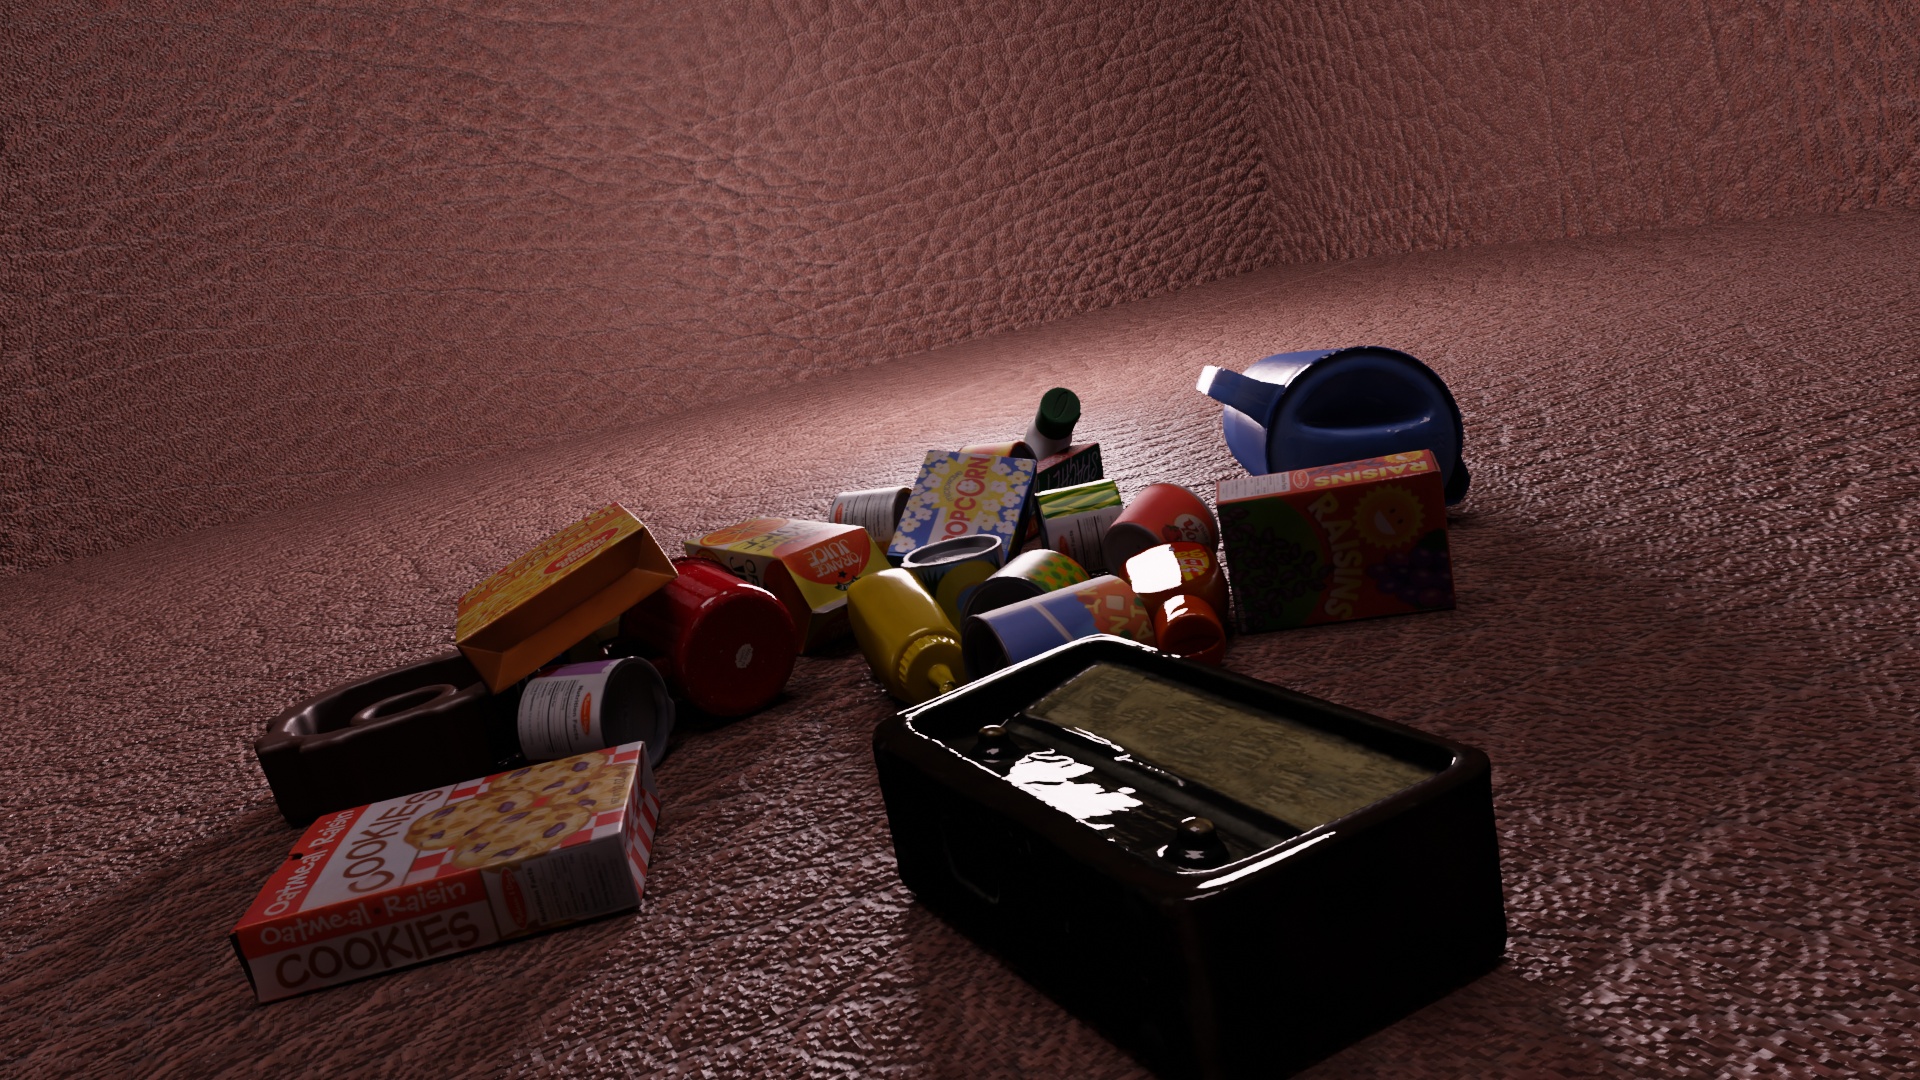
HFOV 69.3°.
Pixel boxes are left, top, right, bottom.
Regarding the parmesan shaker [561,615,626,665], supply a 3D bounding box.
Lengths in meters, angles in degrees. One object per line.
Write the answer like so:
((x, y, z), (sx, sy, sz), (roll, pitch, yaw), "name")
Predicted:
((-0.208, 0.068, 0.932), (0.103, 0.071, 0.071), (-24, 17, -41), "parmesan shaker")

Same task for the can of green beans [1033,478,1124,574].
((0.087, -0.008, 0.995), (0.058, 0.071, 0.071), (-11, 12, -1), "can of green beans")

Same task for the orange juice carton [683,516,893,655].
((-0.120, 0.031, 0.999), (0.072, 0.073, 0.192), (-20, 16, -34), "orange juice carton")

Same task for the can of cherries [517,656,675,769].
((-0.206, 0.102, 0.789), (0.058, 0.071, 0.072), (-8, 13, 21), "can of cherries")

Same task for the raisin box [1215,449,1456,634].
((0.214, 0.002, 0.795), (0.123, 0.086, 0.040), (-9, 19, 14), "raisin box")

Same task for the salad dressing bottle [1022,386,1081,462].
((0.081, -0.096, 1.285), (0.044, 0.064, 0.147), (23, -20, 2), "salad dressing bottle")

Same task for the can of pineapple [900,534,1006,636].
((-0.002, 0.033, 0.915), (0.071, 0.057, 0.071), (-11, 12, 3), "can of pineapple")

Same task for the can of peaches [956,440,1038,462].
((0.032, -0.054, 1.253), (0.058, 0.071, 0.071), (-4, 15, 31), "can of peaches")

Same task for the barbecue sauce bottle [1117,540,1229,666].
((0.127, 0.039, 0.809), (0.065, 0.043, 0.149), (-14, 13, 6), "barbecue sauce bottle")

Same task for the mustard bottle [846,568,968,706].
((-0.026, 0.063, 0.808), (0.049, 0.065, 0.160), (-20, 20, -12), "mustard bottle")

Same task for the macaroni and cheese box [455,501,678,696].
((-0.247, 0.029, 0.858), (0.124, 0.040, 0.166), (-34, 16, -13), "macaroni and cheese box")

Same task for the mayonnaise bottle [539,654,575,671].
((-0.266, 0.077, 1.004), (0.065, 0.041, 0.148), (-12, 14, 5), "mayonnaise bottle")

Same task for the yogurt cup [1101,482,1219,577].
((0.131, 0.002, 0.927), (0.072, 0.072, 0.054), (0, 25, 42), "yogurt cup")

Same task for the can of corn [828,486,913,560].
((-0.067, -0.009, 1.147), (0.058, 0.071, 0.071), (-6, 14, 23), "can of corn")

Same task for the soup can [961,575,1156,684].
((0.053, 0.062, 0.732), (0.084, 0.071, 0.071), (-16, 13, -22), "soup can")

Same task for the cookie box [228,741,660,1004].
((-0.233, 0.150, 0.655), (0.168, 0.040, 0.123), (-13, 13, -6), "cookie box")

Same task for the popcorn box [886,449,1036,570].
((0.004, -0.013, 1.010), (0.085, 0.038, 0.127), (7, 41, 10), "popcorn box")

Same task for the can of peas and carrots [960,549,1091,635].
((0.043, 0.045, 0.812), (0.071, 0.070, 0.059), (-5, 13, 26), "can of peas and carrots")

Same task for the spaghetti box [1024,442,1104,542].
((0.055, -0.030, 1.160), (0.028, 0.050, 0.251), (-2, 16, 33), "spaghetti box")
